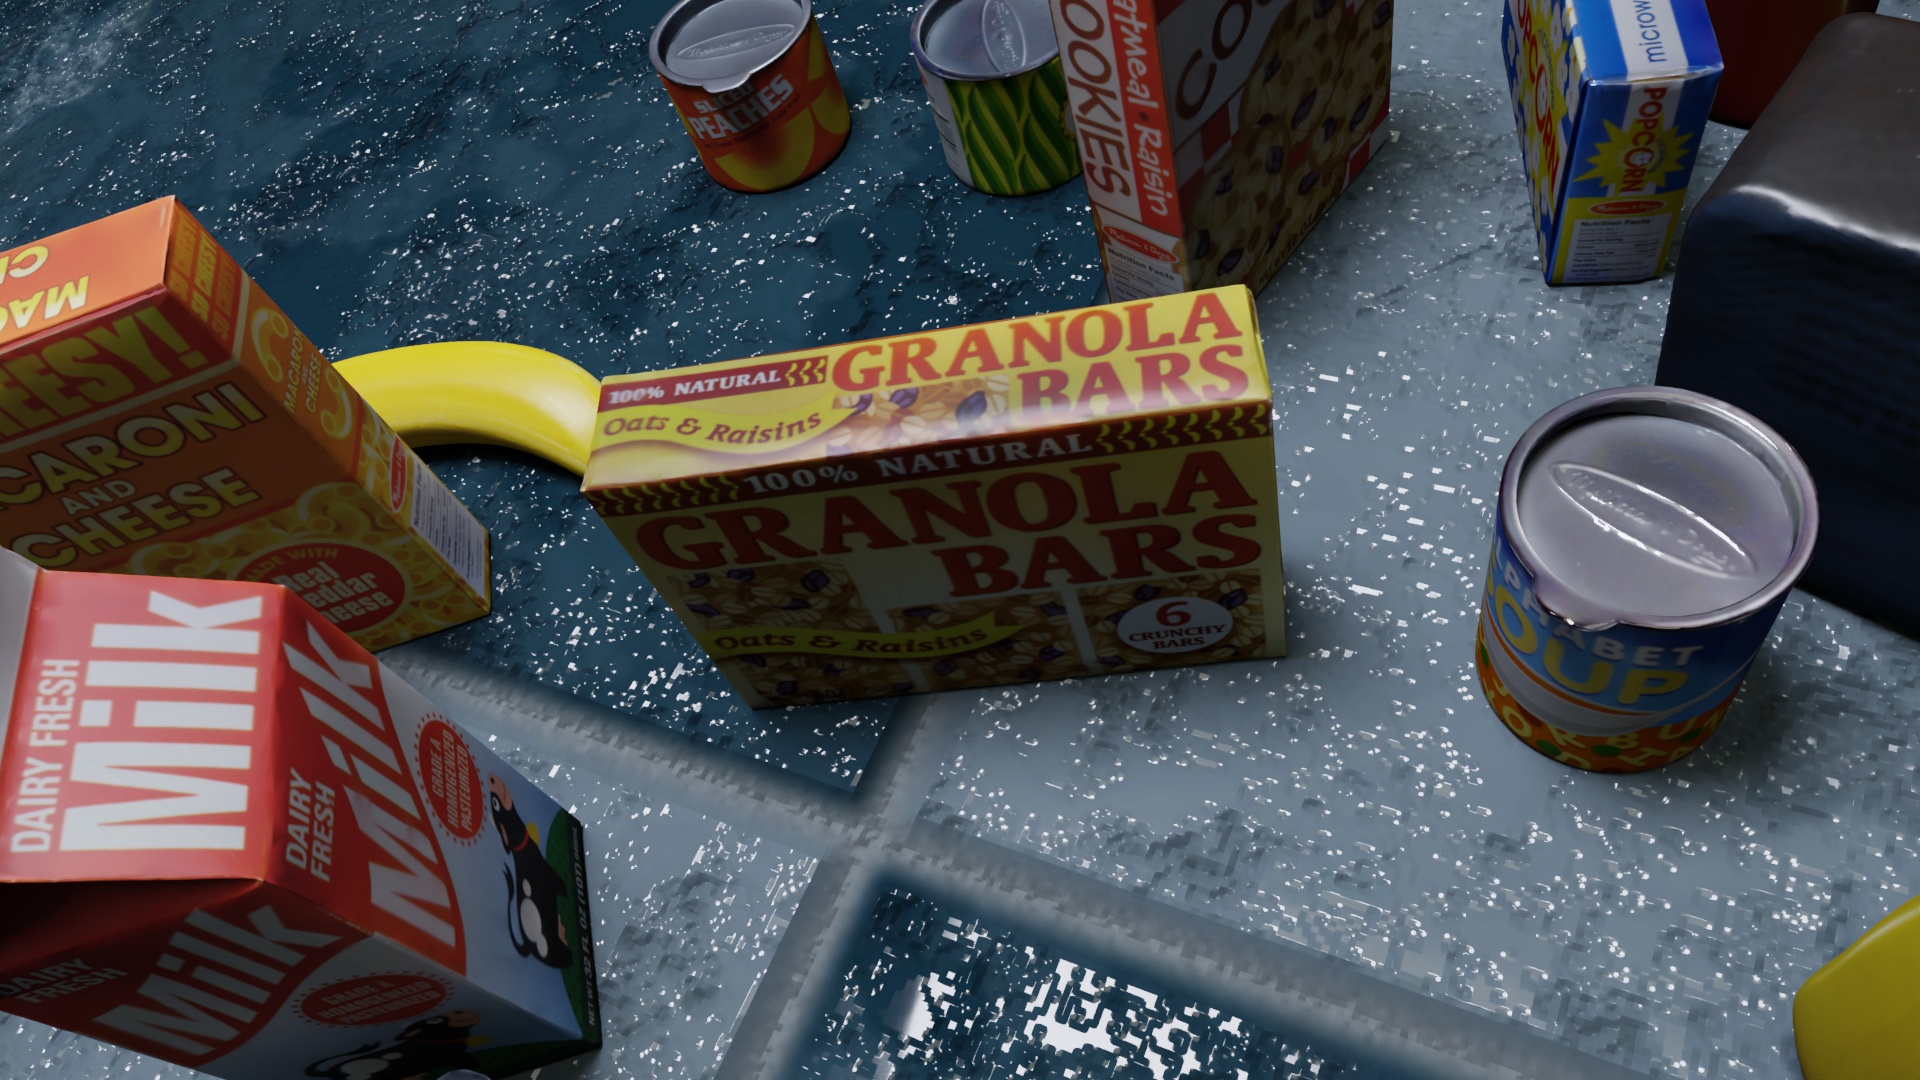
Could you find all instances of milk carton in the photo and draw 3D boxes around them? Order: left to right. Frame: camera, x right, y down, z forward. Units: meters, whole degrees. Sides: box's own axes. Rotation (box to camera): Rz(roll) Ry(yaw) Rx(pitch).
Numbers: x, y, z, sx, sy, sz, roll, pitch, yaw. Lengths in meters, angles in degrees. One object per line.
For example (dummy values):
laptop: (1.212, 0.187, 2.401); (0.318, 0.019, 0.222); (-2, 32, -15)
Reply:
milk carton: (-0.161, 0.075, 0.328); (0.073, 0.189, 0.072); (-19, 55, 3)

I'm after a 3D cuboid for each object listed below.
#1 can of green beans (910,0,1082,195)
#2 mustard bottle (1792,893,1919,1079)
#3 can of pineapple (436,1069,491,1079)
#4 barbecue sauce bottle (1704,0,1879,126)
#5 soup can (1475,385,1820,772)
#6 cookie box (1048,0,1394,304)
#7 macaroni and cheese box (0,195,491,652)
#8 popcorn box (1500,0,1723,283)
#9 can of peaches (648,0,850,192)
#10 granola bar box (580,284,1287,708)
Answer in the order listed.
can of green beans: (0.020, -0.174, 0.526); (0.071, 0.057, 0.071); (-7, 56, 11)
mustard bottle: (0.200, 0.082, 0.247); (0.065, 0.159, 0.049); (-9, 56, 9)
can of pineapple: (-0.118, 0.171, 0.334); (0.071, 0.057, 0.071); (-7, 56, 11)
barbecue sauce bottle: (0.255, -0.199, 0.424); (0.044, 0.148, 0.065); (-43, 57, -14)
soup can: (0.164, 0.014, 0.347); (0.071, 0.083, 0.072); (-7, 56, 11)
cookie box: (0.087, -0.154, 0.428); (0.040, 0.166, 0.123); (30, 70, 29)
macaroni and cheese box: (-0.240, -0.014, 0.423); (0.124, 0.165, 0.040); (-18, 55, 3)
popcorn box: (0.205, -0.158, 0.449); (0.038, 0.085, 0.127); (-3, 57, 14)
can of peaches: (-0.083, -0.181, 0.558); (0.071, 0.057, 0.071); (-7, 56, 11)
granola bar box: (0.001, -0.005, 0.378); (0.165, 0.123, 0.039); (-7, 56, 11)
